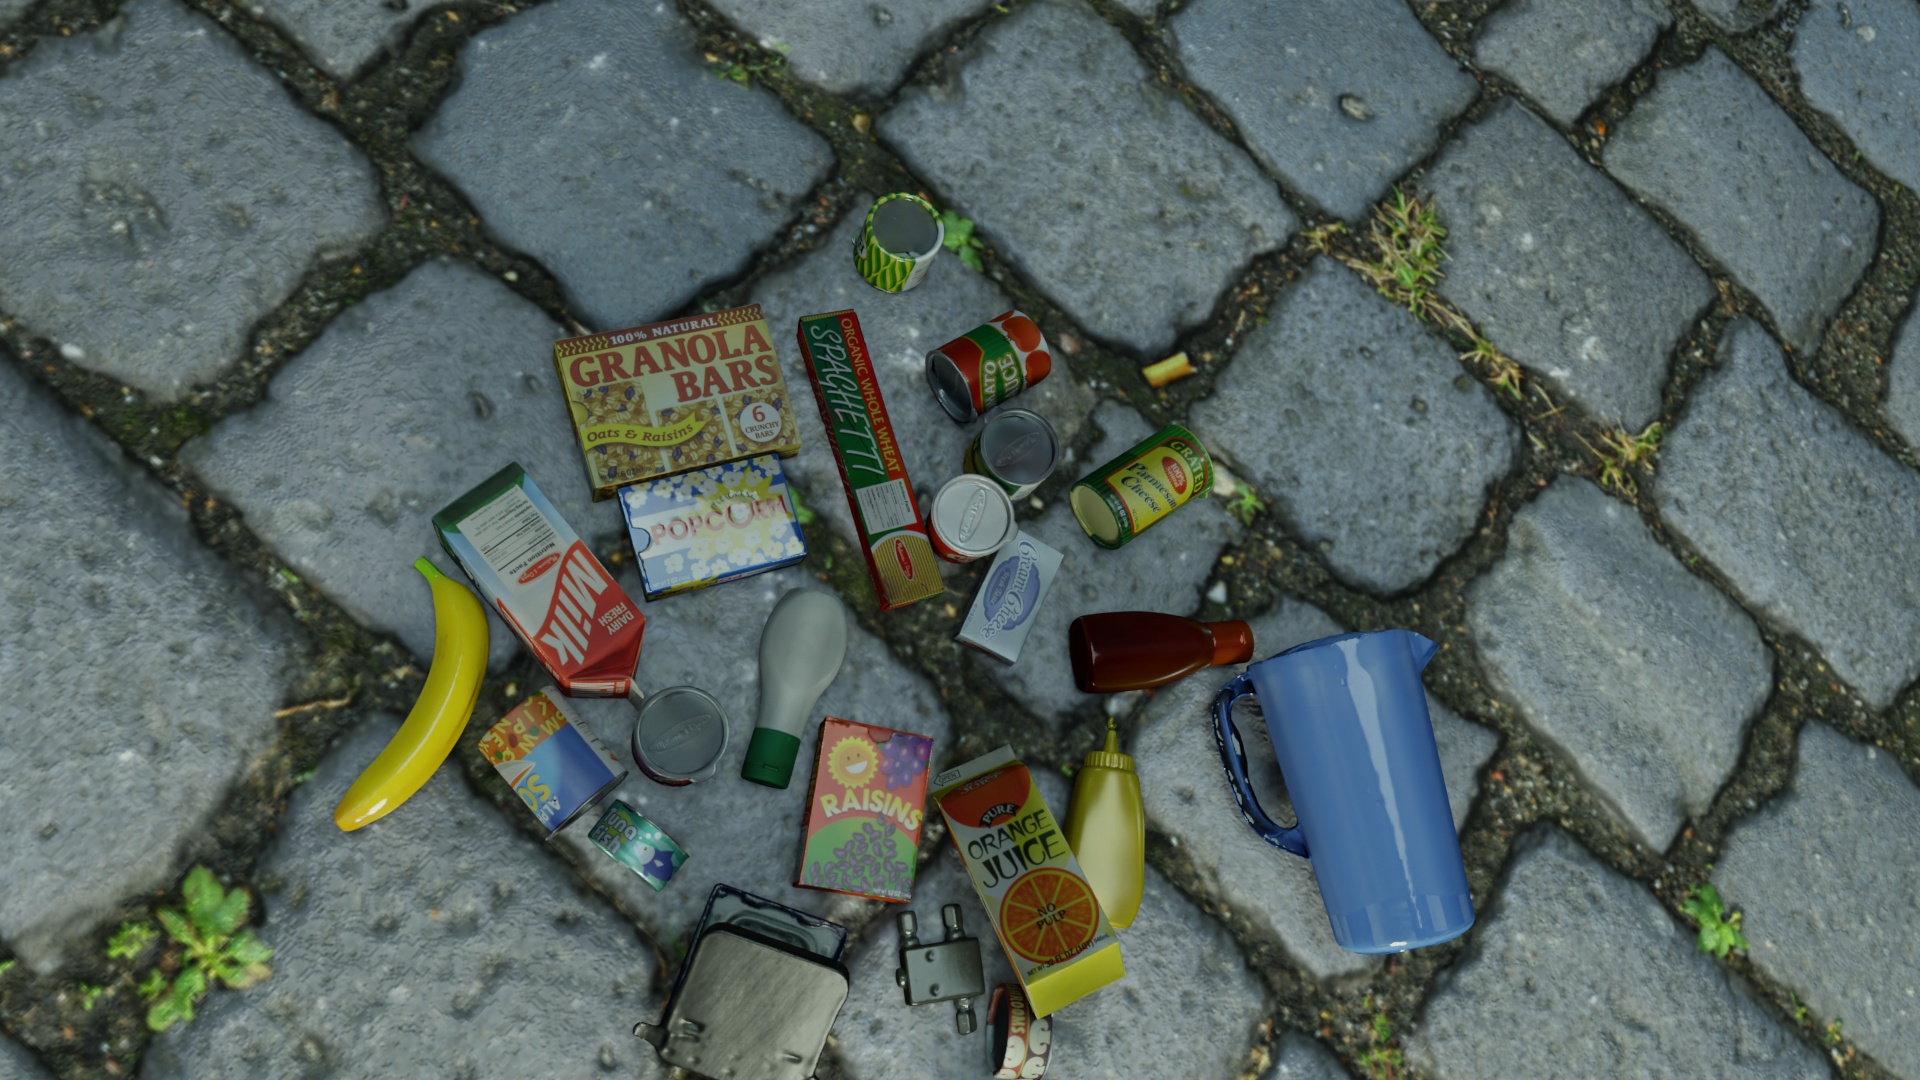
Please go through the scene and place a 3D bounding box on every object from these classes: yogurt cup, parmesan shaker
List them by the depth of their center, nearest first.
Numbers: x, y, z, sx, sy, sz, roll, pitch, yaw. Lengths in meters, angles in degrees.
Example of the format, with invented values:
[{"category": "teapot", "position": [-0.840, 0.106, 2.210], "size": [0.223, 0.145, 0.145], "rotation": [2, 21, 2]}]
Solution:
[{"category": "yogurt cup", "position": [0.004, -0.014, 1.111], "size": [0.072, 0.053, 0.072], "rotation": [4, 73, -14]}, {"category": "parmesan shaker", "position": [0.152, -0.042, 1.156], "size": [0.103, 0.071, 0.071], "rotation": [-32, 84, -21]}]

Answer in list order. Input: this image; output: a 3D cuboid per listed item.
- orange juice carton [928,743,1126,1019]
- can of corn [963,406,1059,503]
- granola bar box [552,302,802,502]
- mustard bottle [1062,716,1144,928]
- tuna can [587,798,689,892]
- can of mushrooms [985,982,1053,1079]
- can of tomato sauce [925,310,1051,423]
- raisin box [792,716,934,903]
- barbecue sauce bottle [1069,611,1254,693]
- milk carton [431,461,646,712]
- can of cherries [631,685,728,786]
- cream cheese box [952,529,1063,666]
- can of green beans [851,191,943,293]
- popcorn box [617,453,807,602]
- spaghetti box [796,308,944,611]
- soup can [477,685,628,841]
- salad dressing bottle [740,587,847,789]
[{"category": "orange juice carton", "position": [0.043, 0.236, 1.008], "size": [0.072, 0.072, 0.193], "rotation": [-24, 52, -7]}, {"category": "can of corn", "position": [0.039, -0.070, 1.136], "size": [0.071, 0.058, 0.071], "rotation": [4, 73, -14]}, {"category": "granola bar box", "position": [-0.220, -0.110, 1.086], "size": [0.166, 0.039, 0.124], "rotation": [-14, 78, -19]}, {"category": "mustard bottle", "position": [0.112, 0.216, 1.075], "size": [0.065, 0.048, 0.161], "rotation": [10, 71, -6]}, {"category": "tuna can", "position": [-0.226, 0.212, 0.970], "size": [0.071, 0.071, 0.033], "rotation": [39, 68, -2]}, {"category": "can of mushrooms", "position": [0.043, 0.353, 1.003], "size": [0.033, 0.071, 0.071], "rotation": [10, 72, -11]}, {"category": "can of tomato sauce", "position": [0.024, -0.143, 1.149], "size": [0.083, 0.071, 0.071], "rotation": [-31, 84, -22]}, {"category": "raisin box", "position": [-0.072, 0.201, 1.033], "size": [0.086, 0.040, 0.124], "rotation": [12, 70, -11]}, {"category": "barbecue sauce bottle", "position": [0.165, 0.088, 1.132], "size": [0.149, 0.043, 0.065], "rotation": [-3, 75, -17]}, {"category": "milk carton", "position": [-0.290, 0.045, 1.003], "size": [0.074, 0.072, 0.190], "rotation": [-39, 86, -22]}, {"category": "can of cherries", "position": [-0.203, 0.145, 1.004], "size": [0.071, 0.058, 0.071], "rotation": [5, 72, -15]}, {"category": "cream cheese box", "position": [0.039, 0.045, 1.120], "size": [0.053, 0.024, 0.104], "rotation": [28, 69, -7]}, {"category": "can of green beans", "position": [-0.052, -0.250, 1.165], "size": [0.071, 0.057, 0.071], "rotation": [4, 73, -14]}, {"category": "popcorn box", "position": [-0.190, -0.010, 1.065], "size": [0.127, 0.038, 0.085], "rotation": [-14, 79, -19]}, {"category": "spaghetti box", "position": [-0.074, -0.067, 1.119], "size": [0.050, 0.028, 0.250], "rotation": [-14, 78, -19]}, {"category": "soup can", "position": [-0.288, 0.155, 0.972], "size": [0.071, 0.071, 0.084], "rotation": [-41, 87, -22]}, {"category": "salad dressing bottle", "position": [-0.128, 0.111, 1.044], "size": [0.064, 0.044, 0.148], "rotation": [19, 71, -12]}]
